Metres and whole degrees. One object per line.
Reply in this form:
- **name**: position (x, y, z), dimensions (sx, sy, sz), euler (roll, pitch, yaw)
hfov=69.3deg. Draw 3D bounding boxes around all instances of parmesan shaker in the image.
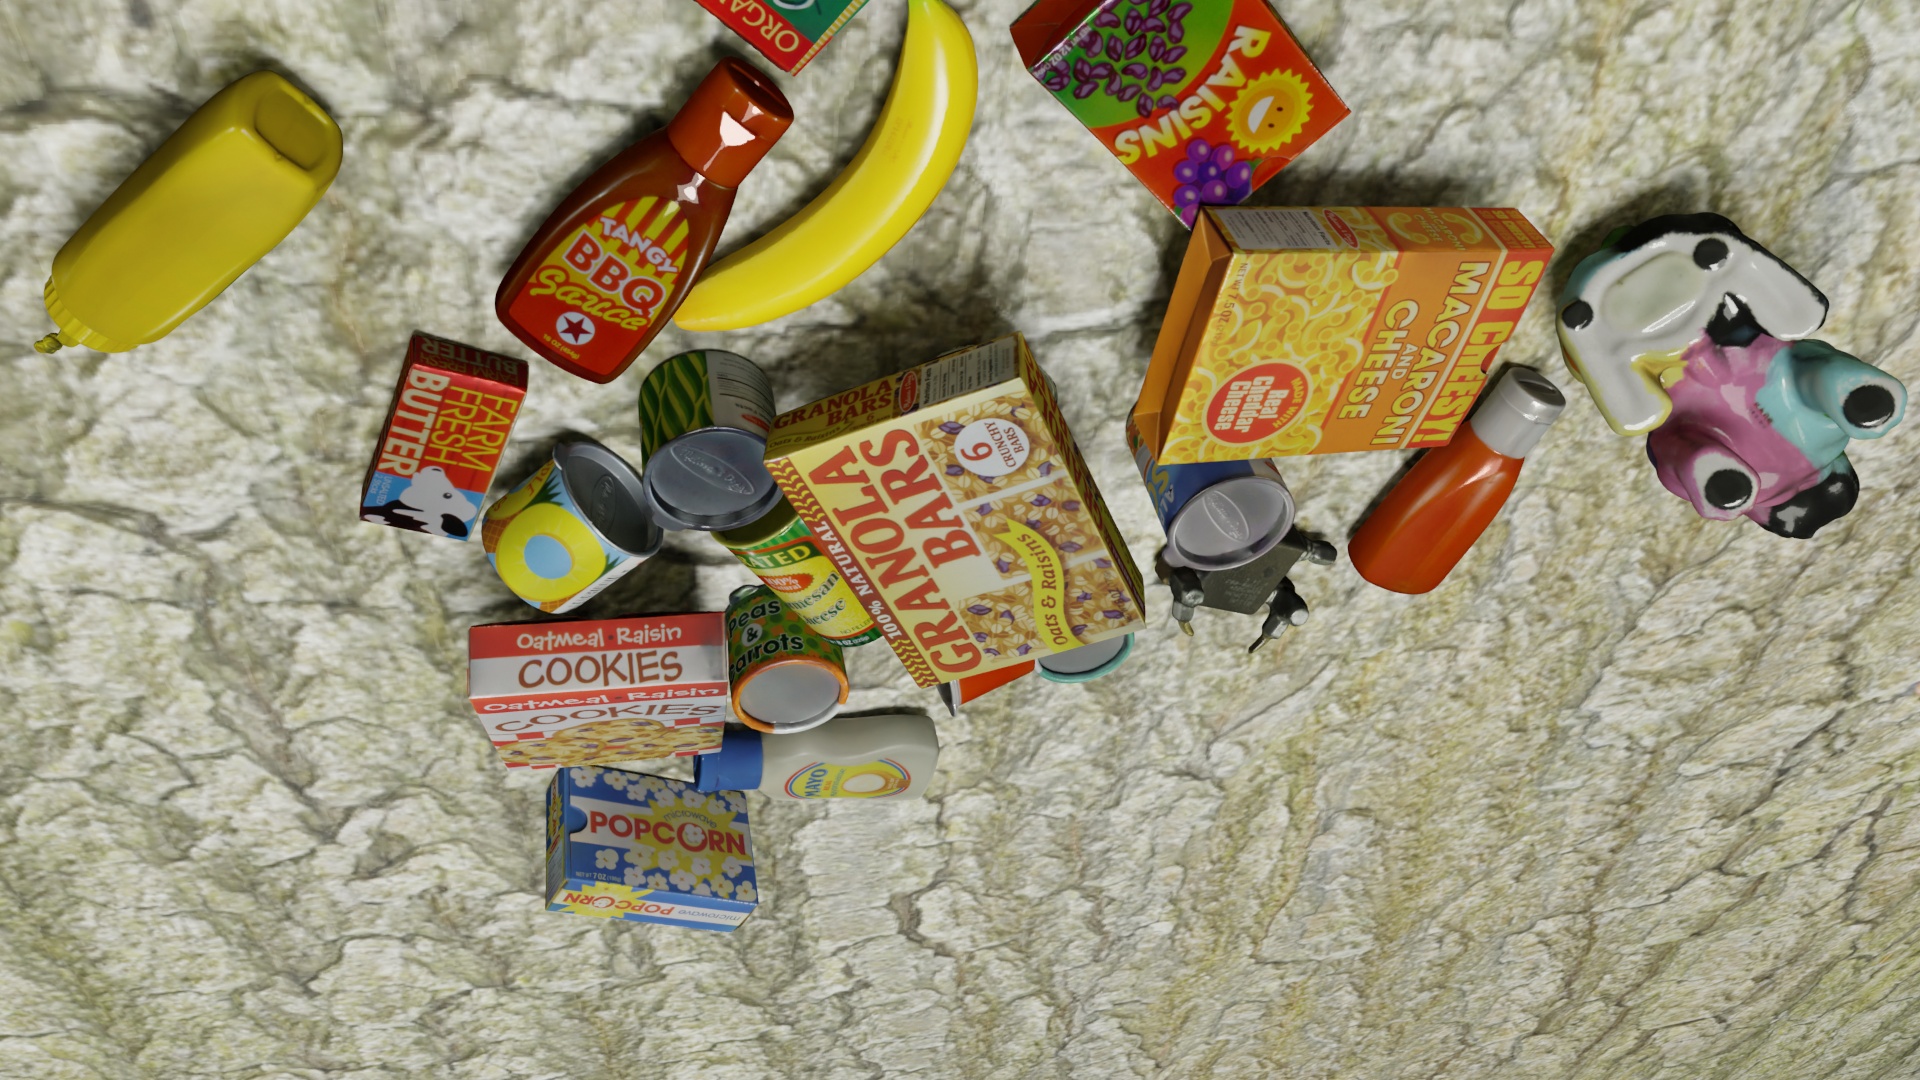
- **parmesan shaker**: position (-0.072, 0.003, 0.717), dimensions (0.071, 0.071, 0.102), euler (-27, 136, 12)

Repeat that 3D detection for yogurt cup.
- **yogurt cup**: position (0.009, 0.058, 0.804), dimensions (0.054, 0.073, 0.072), euler (-17, 138, -11)

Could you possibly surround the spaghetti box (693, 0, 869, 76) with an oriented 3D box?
- **spaghetti box**: position (-0.136, -0.250, 0.465), dimensions (0.050, 0.029, 0.250), euler (-40, 132, 24)

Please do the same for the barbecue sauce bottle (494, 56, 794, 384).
- **barbecue sauce bottle**: position (-0.128, -0.133, 0.577), dimensions (0.065, 0.044, 0.148), euler (34, 118, -26)

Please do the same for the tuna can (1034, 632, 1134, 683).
- **tuna can**: position (0.073, 0.055, 0.841), dimensions (0.071, 0.033, 0.070), euler (-8, 137, -8)

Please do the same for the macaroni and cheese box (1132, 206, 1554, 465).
- **macaroni and cheese box**: position (0.178, -0.096, 0.658), dimensions (0.167, 0.040, 0.123), euler (-4, 137, -17)

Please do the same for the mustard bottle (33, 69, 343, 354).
- **mustard bottle**: position (-0.305, -0.114, 0.535), dimensions (0.160, 0.065, 0.048), euler (-30, 130, 23)

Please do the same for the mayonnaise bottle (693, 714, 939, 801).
- **mayonnaise bottle**: position (-0.091, 0.138, 0.872), dimensions (0.148, 0.041, 0.064), euler (2, 136, -19)

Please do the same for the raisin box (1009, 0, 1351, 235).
- **raisin box**: position (0.094, -0.196, 0.581), dimensions (0.086, 0.040, 0.123), euler (-39, 133, 22)

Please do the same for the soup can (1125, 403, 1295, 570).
- **soup can**: position (0.126, -0.035, 0.725), dimensions (0.071, 0.084, 0.071), euler (-8, 136, -8)

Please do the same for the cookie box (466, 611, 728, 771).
- **cookie box**: position (-0.189, 0.083, 0.744), dimensions (0.123, 0.040, 0.166), euler (-3, 160, -13)

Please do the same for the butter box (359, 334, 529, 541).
- **butter box**: position (-0.242, -0.046, 0.649), dimensions (0.053, 0.024, 0.103), euler (13, 130, -28)

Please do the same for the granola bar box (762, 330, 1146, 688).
- **granola bar box**: position (0.002, -0.008, 0.652), dimensions (0.124, 0.039, 0.165), euler (-17, 130, 16)

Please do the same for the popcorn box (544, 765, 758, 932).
- **popcorn box**: position (-0.193, 0.192, 0.867), dimensions (0.127, 0.085, 0.038), euler (17, 129, -31)

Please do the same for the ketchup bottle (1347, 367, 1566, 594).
- **ketchup bottle**: position (0.290, -0.032, 0.806), dimensions (0.065, 0.044, 0.148), euler (8, 132, -25)

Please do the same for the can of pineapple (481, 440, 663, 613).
- **can of pineapple**: position (-0.190, -0.007, 0.675), dimensions (0.057, 0.071, 0.071), euler (-33, 134, 18)

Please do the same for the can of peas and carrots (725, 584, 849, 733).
- **can of peas and carrots**: position (-0.100, 0.065, 0.782), dimensions (0.071, 0.059, 0.070), euler (-9, 137, -8)

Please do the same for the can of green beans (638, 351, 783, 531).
- **can of green beans**: position (-0.119, -0.047, 0.659), dimensions (0.071, 0.058, 0.071), euler (-9, 137, -8)
